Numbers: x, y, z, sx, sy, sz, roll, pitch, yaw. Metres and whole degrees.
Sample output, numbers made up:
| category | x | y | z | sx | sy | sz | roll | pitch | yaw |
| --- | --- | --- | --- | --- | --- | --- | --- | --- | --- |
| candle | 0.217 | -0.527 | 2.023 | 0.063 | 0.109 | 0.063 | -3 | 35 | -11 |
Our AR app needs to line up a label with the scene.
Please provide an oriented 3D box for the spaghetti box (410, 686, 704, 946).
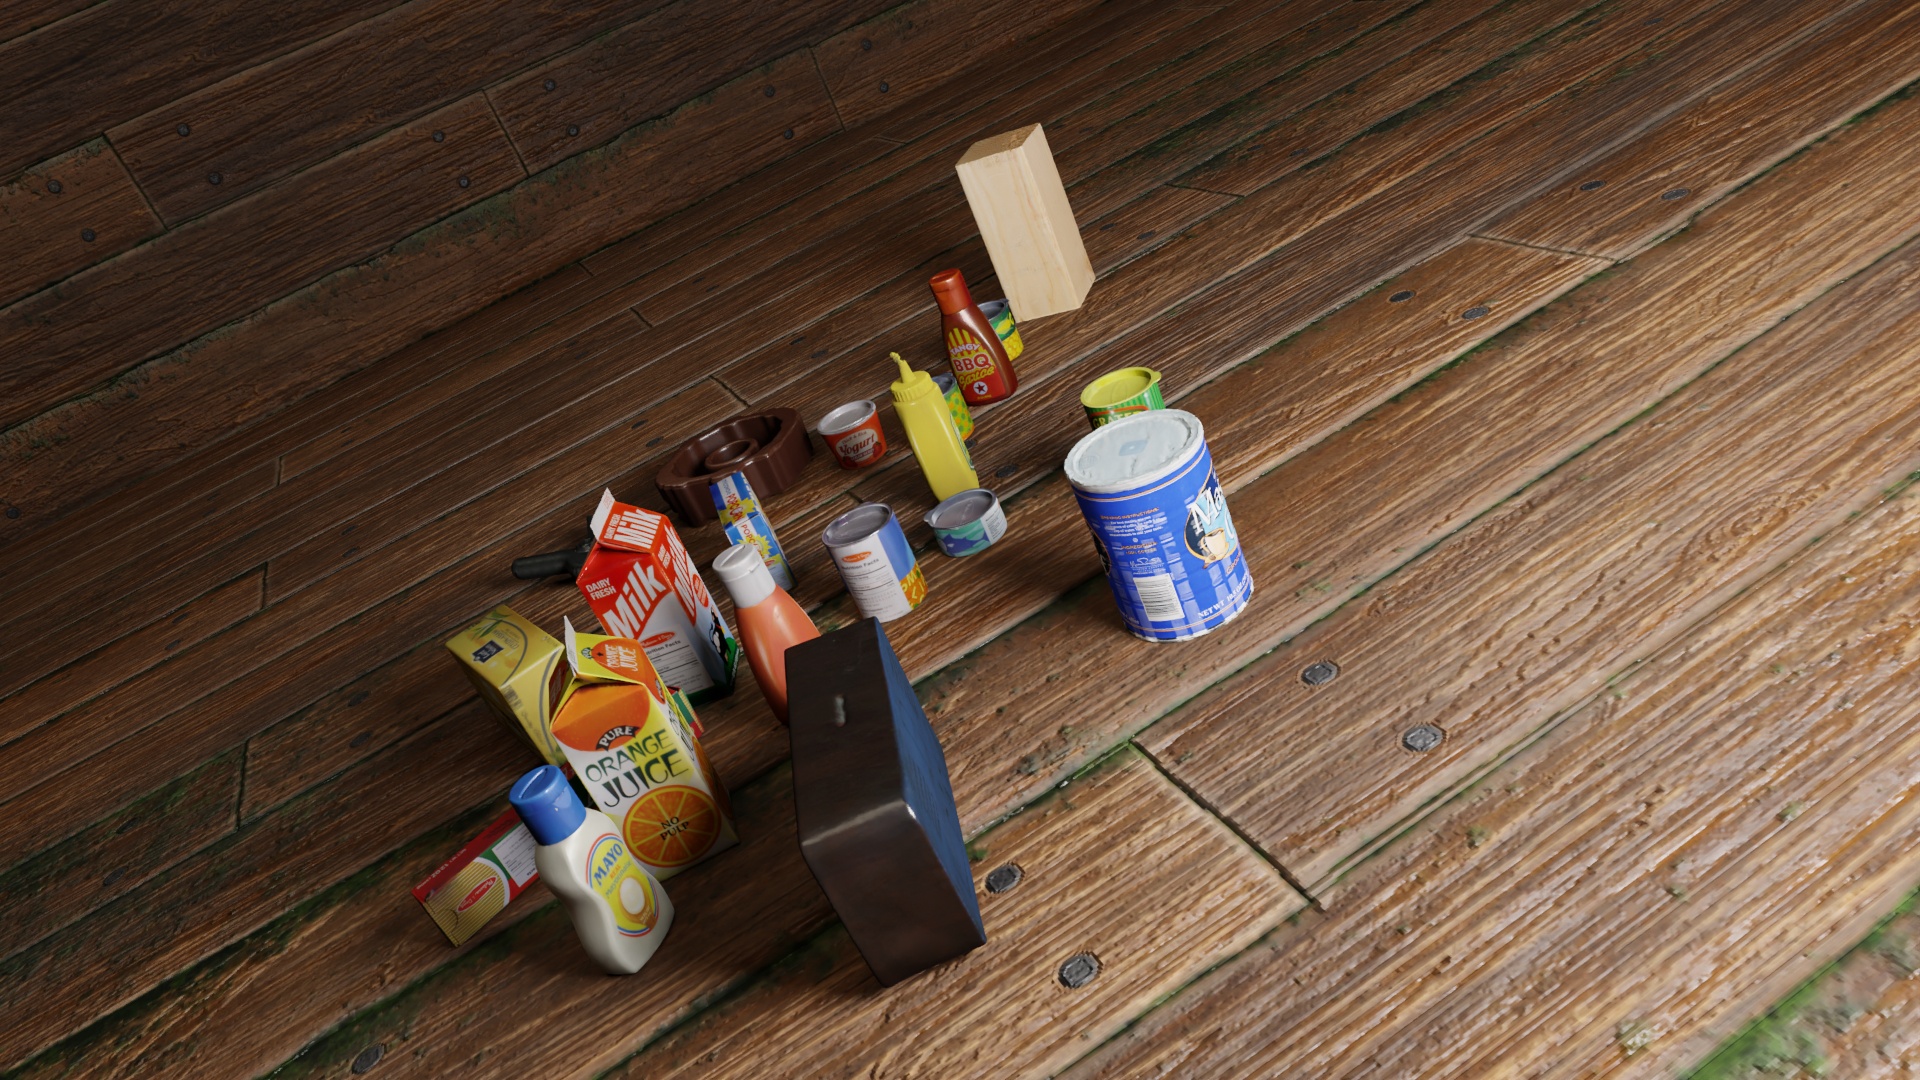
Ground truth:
| category | x | y | z | sx | sy | sz | roll | pitch | yaw |
| --- | --- | --- | --- | --- | --- | --- | --- | --- | --- |
| spaghetti box | -0.306 | 0.208 | 1.081 | 0.028 | 0.050 | 0.251 | 8 | 41 | 47 |

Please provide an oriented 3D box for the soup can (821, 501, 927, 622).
| category | x | y | z | sx | sy | sz | roll | pitch | yaw |
| --- | --- | --- | --- | --- | --- | --- | --- | --- | --- |
| soup can | -0.073 | 0.018 | 1.203 | 0.071 | 0.083 | 0.072 | -19 | 27 | 10 |

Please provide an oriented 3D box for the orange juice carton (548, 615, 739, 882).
| category | x | y | z | sx | sy | sz | roll | pitch | yaw |
| --- | --- | --- | --- | --- | --- | --- | --- | --- | --- |
| orange juice carton | -0.233 | 0.143 | 0.984 | 0.073 | 0.192 | 0.072 | -26 | 27 | -5 |

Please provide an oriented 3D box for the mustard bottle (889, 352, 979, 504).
| category | x | y | z | sx | sy | sz | roll | pitch | yaw |
| --- | --- | --- | --- | --- | --- | --- | --- | --- | --- |
| mustard bottle | -0.030 | -0.108 | 1.313 | 0.049 | 0.159 | 0.065 | -23 | 27 | 2 |

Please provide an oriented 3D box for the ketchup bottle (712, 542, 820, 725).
| category | x | y | z | sx | sy | sz | roll | pitch | yaw |
| --- | --- | --- | --- | --- | --- | --- | --- | --- | --- |
| ketchup bottle | -0.146 | 0.072 | 1.092 | 0.043 | 0.148 | 0.065 | 1 | 36 | 40 |

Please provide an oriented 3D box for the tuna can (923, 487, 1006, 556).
| category | x | y | z | sx | sy | sz | roll | pitch | yaw |
| --- | --- | --- | --- | --- | --- | --- | --- | --- | --- |
| tuna can | 0.004 | -0.016 | 1.259 | 0.071 | 0.032 | 0.071 | -19 | 27 | 10 |

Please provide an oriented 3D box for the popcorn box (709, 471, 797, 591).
| category | x | y | z | sx | sy | sz | roll | pitch | yaw |
| --- | --- | --- | --- | --- | --- | --- | --- | --- | --- |
| popcorn box | -0.202 | -0.006 | 1.347 | 0.038 | 0.085 | 0.127 | -27 | 27 | -6 |

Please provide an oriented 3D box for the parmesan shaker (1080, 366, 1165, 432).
| category | x | y | z | sx | sy | sz | roll | pitch | yaw |
| --- | --- | --- | --- | --- | --- | --- | --- | --- | --- |
| parmesan shaker | 0.153 | -0.089 | 1.197 | 0.071 | 0.102 | 0.071 | -19 | 27 | 10 |

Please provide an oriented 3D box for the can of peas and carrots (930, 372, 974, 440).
| category | x | y | z | sx | sy | sz | roll | pitch | yaw |
| --- | --- | --- | --- | --- | --- | --- | --- | --- | --- |
| can of peas and carrots | -0.024 | -0.135 | 1.469 | 0.071 | 0.058 | 0.071 | -19 | 27 | 10 |

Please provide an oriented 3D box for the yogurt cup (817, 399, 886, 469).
| category | x | y | z | sx | sy | sz | roll | pitch | yaw |
| --- | --- | --- | --- | --- | --- | --- | --- | --- | --- |
| yogurt cup | -0.115 | -0.113 | 1.507 | 0.072 | 0.053 | 0.073 | -19 | 27 | 10 |

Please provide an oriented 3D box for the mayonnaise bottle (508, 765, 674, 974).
| category | x | y | z | sx | sy | sz | roll | pitch | yaw |
| --- | --- | --- | --- | --- | --- | --- | --- | --- | --- |
| mayonnaise bottle | -0.244 | 0.214 | 0.912 | 0.041 | 0.147 | 0.065 | -9 | 30 | 28 |

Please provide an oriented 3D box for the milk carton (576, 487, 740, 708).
| category | x | y | z | sx | sy | sz | roll | pitch | yaw |
| --- | --- | --- | --- | --- | --- | --- | --- | --- | --- |
| milk carton | -0.262 | 0.050 | 1.177 | 0.073 | 0.189 | 0.072 | -20 | 27 | 8 |

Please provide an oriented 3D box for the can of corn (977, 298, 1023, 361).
| category | x | y | z | sx | sy | sz | roll | pitch | yaw |
| --- | --- | --- | --- | --- | --- | --- | --- | --- | --- |
| can of corn | 0.035 | -0.239 | 1.612 | 0.071 | 0.058 | 0.071 | -19 | 27 | 10 |

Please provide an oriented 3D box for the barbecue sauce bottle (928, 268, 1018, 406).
| category | x | y | z | sx | sy | sz | roll | pitch | yaw |
| --- | --- | --- | --- | --- | --- | --- | --- | --- | --- |
| barbecue sauce bottle | 0.009 | -0.219 | 1.496 | 0.065 | 0.148 | 0.044 | -9 | 30 | 28 |
